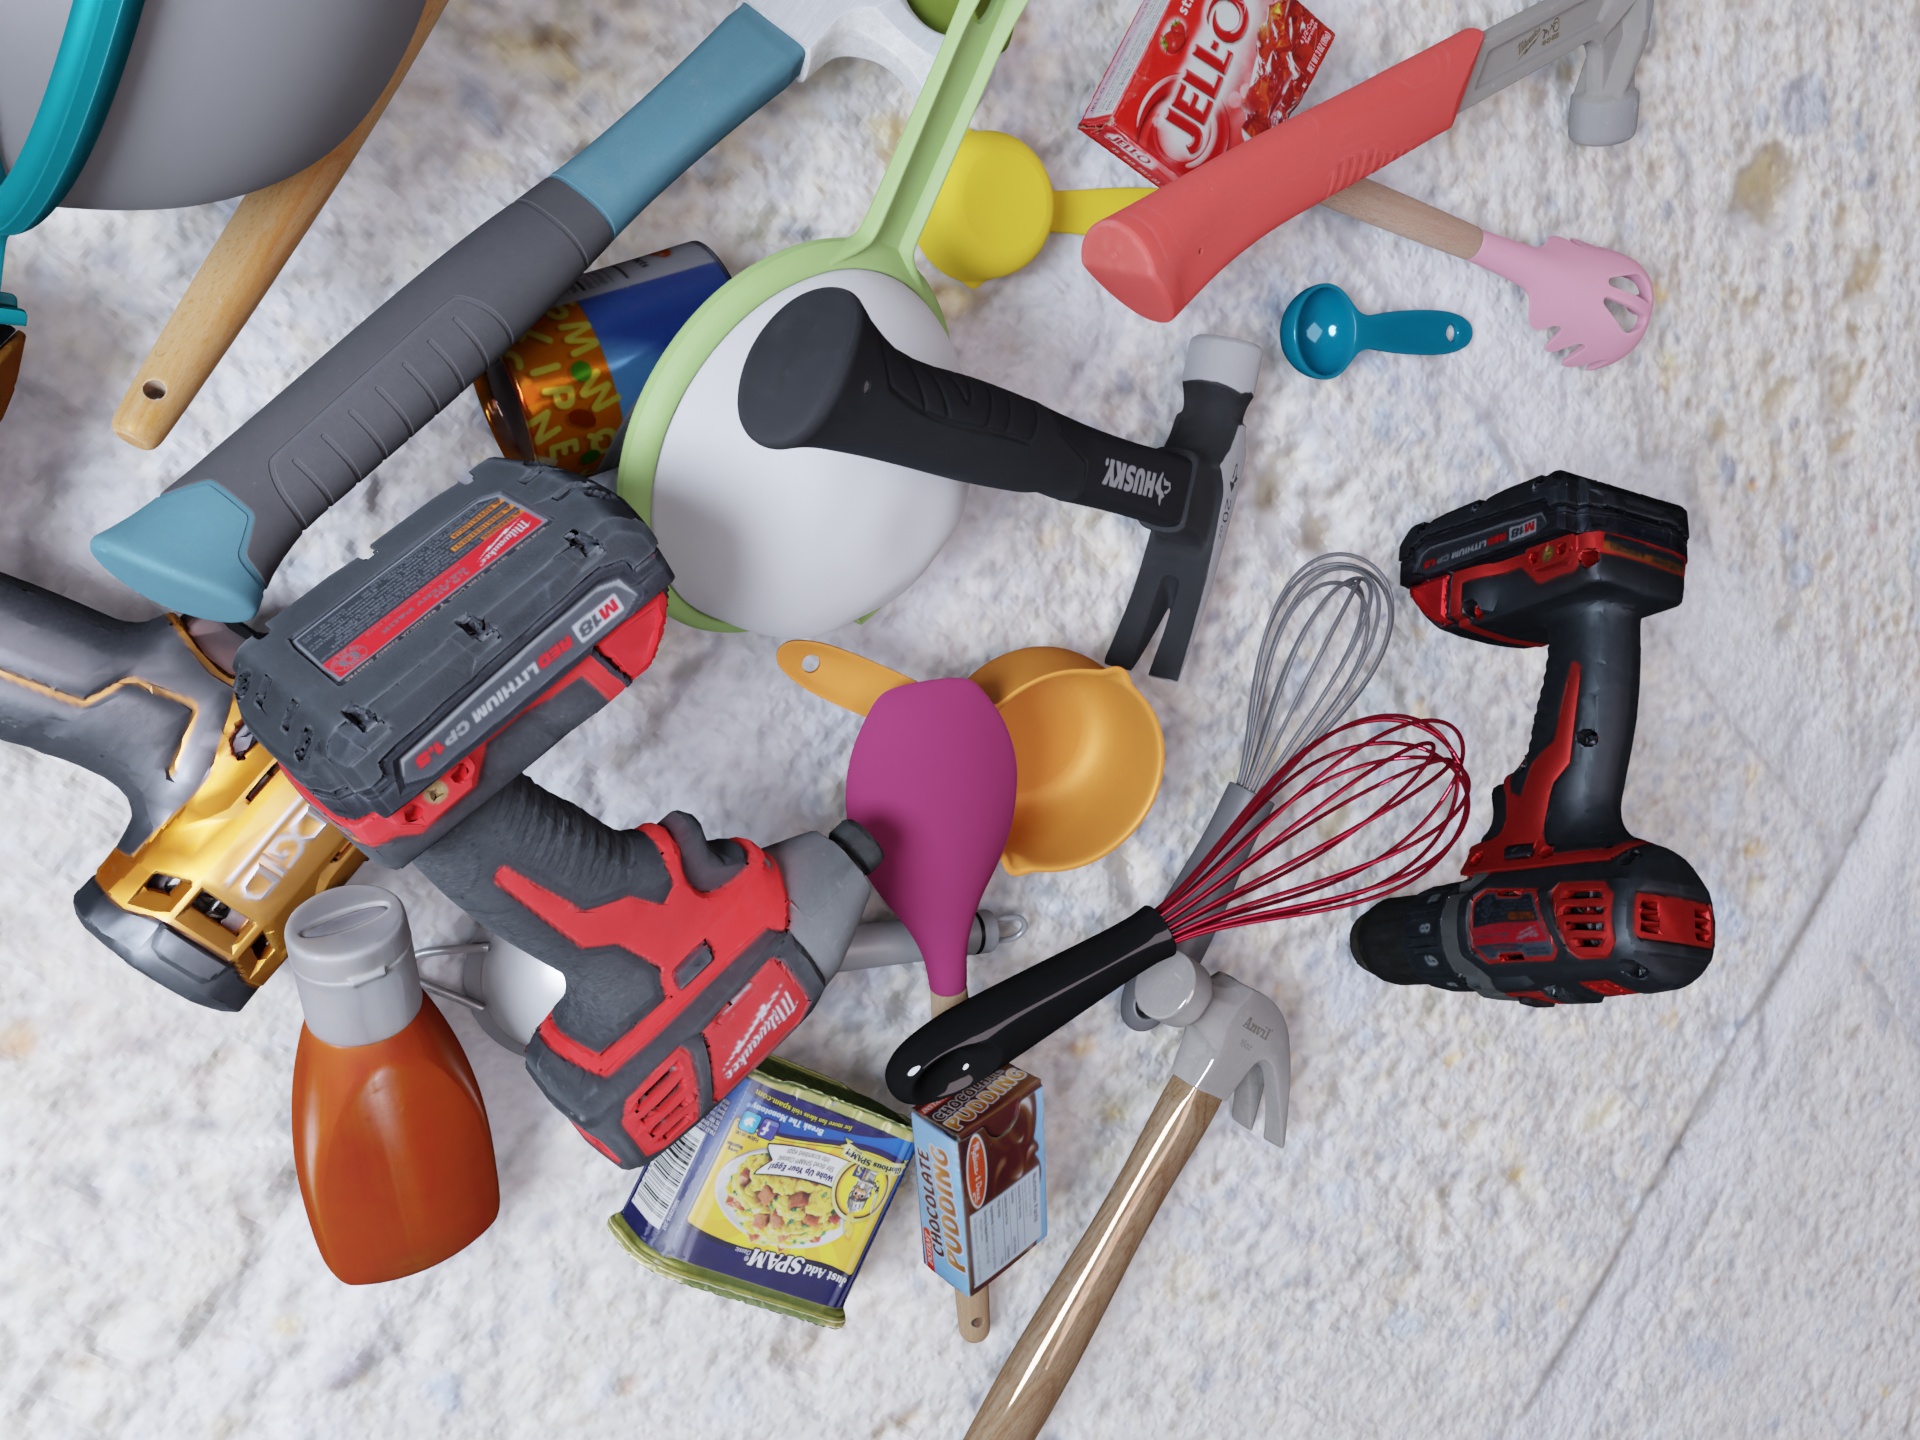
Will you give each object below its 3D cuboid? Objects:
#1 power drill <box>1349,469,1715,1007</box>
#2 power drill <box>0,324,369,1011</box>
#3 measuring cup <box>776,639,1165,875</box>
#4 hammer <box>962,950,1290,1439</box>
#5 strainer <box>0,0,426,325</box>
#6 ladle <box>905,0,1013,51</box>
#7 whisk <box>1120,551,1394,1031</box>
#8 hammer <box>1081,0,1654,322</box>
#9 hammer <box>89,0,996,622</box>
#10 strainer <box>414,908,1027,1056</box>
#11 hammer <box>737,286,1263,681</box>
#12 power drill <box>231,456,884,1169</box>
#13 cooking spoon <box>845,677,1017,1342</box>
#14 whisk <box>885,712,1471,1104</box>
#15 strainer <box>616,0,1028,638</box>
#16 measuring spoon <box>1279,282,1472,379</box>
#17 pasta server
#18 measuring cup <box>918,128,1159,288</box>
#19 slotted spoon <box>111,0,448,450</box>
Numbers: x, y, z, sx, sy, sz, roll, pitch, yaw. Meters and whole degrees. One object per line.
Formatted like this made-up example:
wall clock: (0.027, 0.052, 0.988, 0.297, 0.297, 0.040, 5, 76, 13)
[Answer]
power drill: (0.252, 0.018, 0.735, 0.080, 0.188, 0.227, 10, 76, -24)
power drill: (-0.253, -0.042, 0.487, 0.226, 0.084, 0.185, 45, 75, -31)
measuring cup: (-0.001, -0.002, 0.641, 0.173, 0.052, 0.095, 23, 100, -24)
hammer: (0.052, 0.266, 0.720, 0.129, 0.031, 0.331, 32, 87, -44)
strainer: (-0.196, -0.279, 0.424, 0.095, 0.211, 0.341, 7, 66, -41)
ladle: (0.097, -0.350, 0.634, 0.320, 0.062, 0.078, -34, 129, -22)
whisk: (0.130, 0.033, 0.725, 0.055, 0.055, 0.239, 26, 91, -29)
hammer: (0.184, -0.263, 0.656, 0.359, 0.037, 0.149, -34, 130, -29)
hammer: (-0.128, -0.152, 0.502, 0.128, 0.033, 0.331, 38, 65, -1)
strainer: (-0.081, 0.094, 0.625, 0.258, 0.050, 0.086, -3, 116, -31)
hammer: (0.030, -0.087, 0.555, 0.334, 0.035, 0.146, -3, 107, -62)
power drill: (-0.108, 0.033, 0.506, 0.143, 0.079, 0.219, -43, 133, -20)
cooking spoon: (-0.003, 0.131, 0.654, 0.068, 0.017, 0.318, -10, 114, -13)
whisk: (0.098, 0.078, 0.658, 0.296, 0.073, 0.073, -27, 111, -17)
strainer: (-0.017, -0.128, 0.533, 0.151, 0.069, 0.256, -3, 125, -54)
measuring spoon: (0.192, -0.180, 0.740, 0.128, 0.021, 0.042, -10, 103, -36)
pasta server: (0.210, -0.227, 0.734, 0.316, 0.040, 0.060, 11, 93, -25)
measuring cup: (0.054, -0.209, 0.648, 0.156, 0.029, 0.062, -8, 102, -26)
slotted spoon: (-0.169, -0.214, 0.487, 0.070, 0.031, 0.314, 27, 72, -11)
